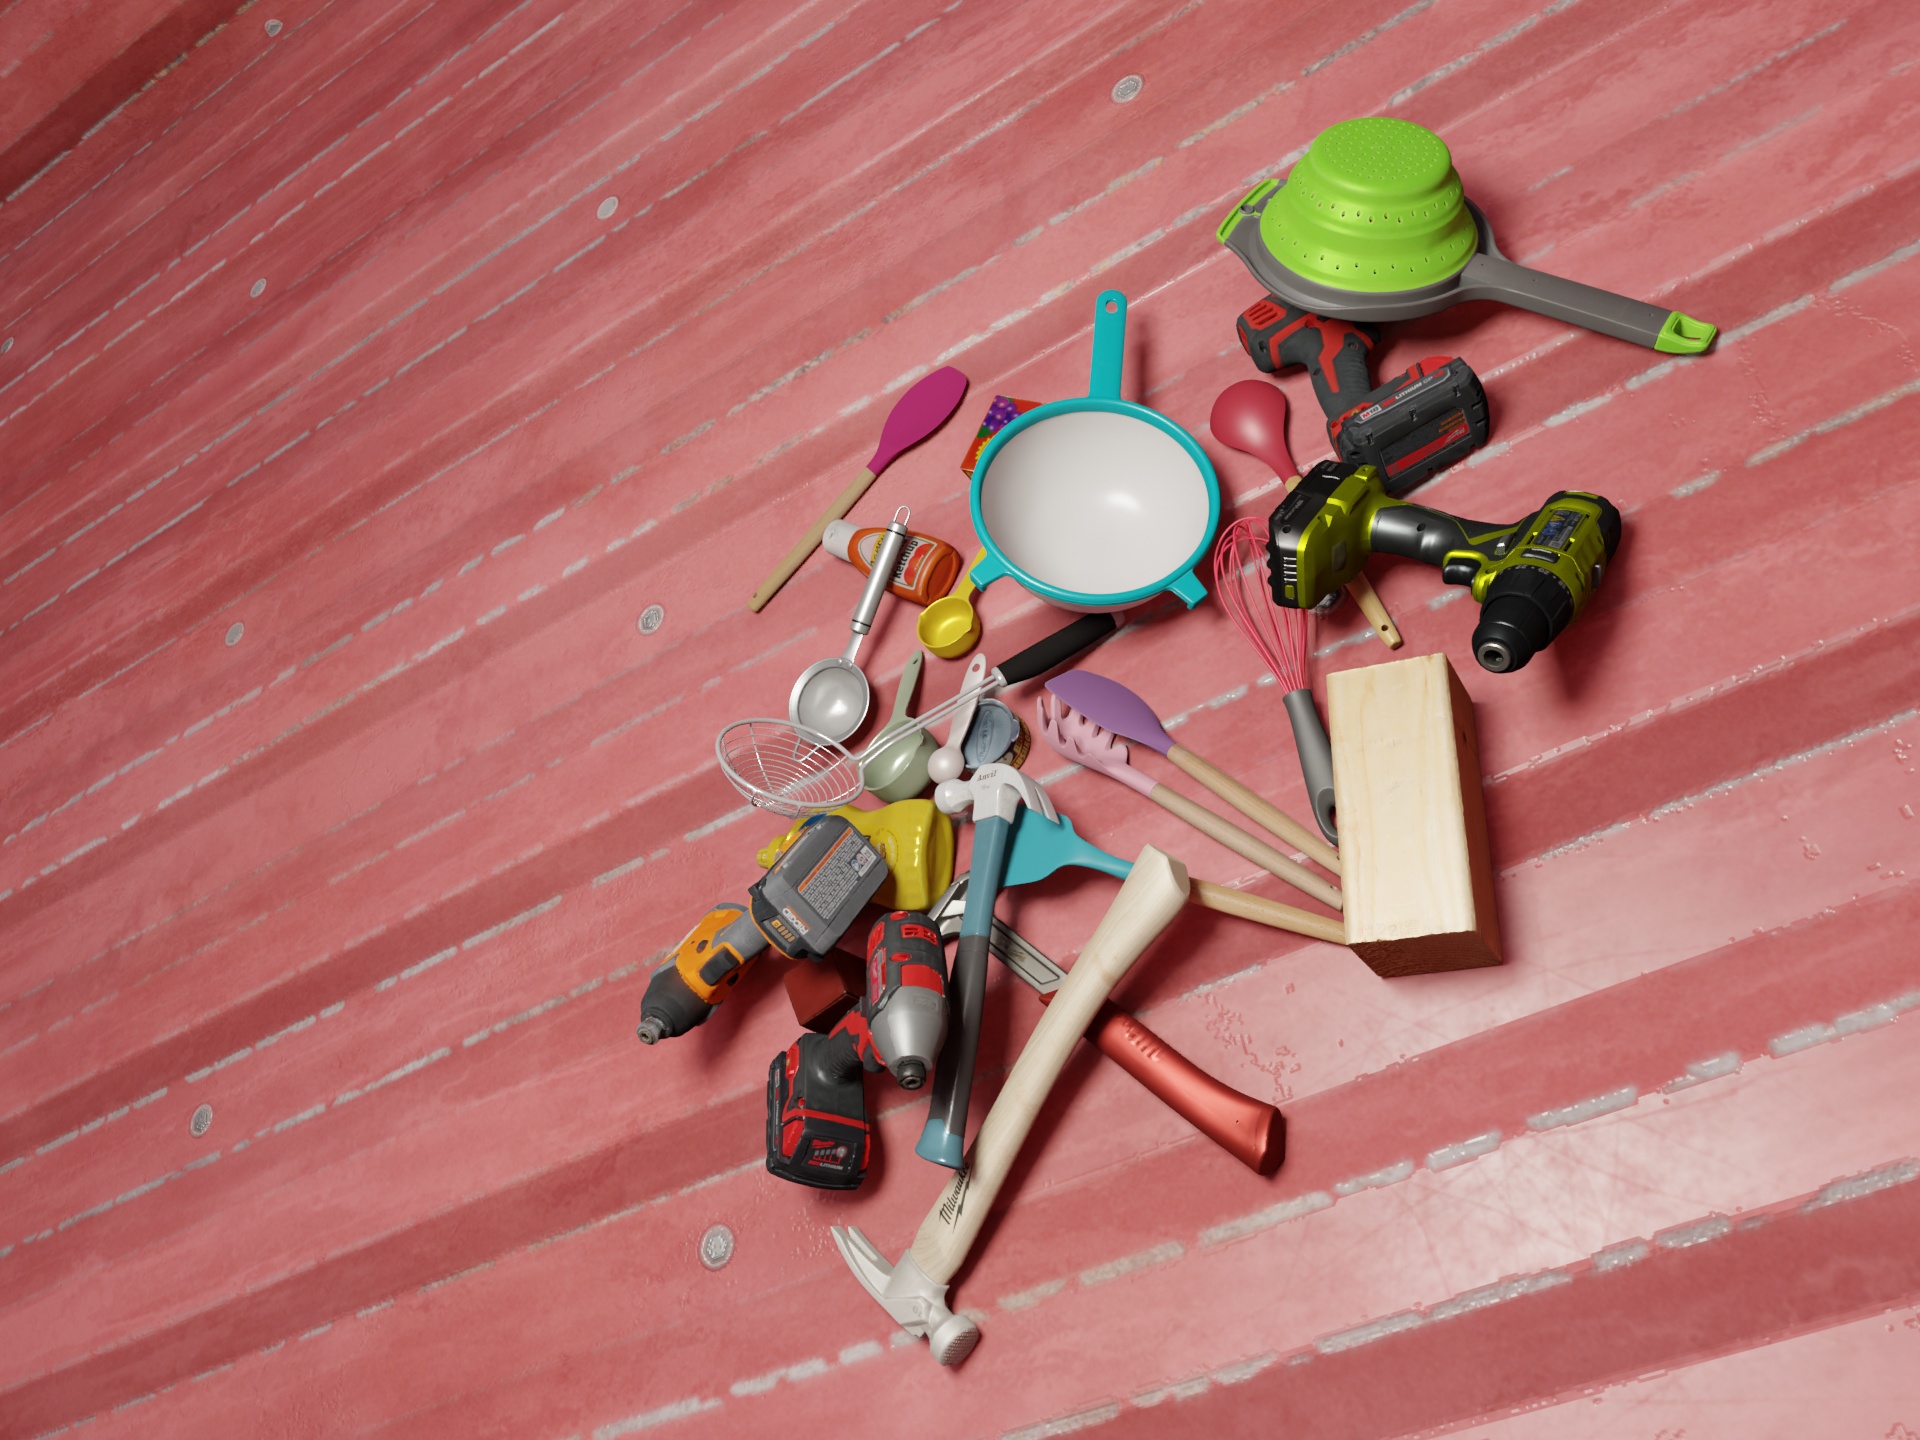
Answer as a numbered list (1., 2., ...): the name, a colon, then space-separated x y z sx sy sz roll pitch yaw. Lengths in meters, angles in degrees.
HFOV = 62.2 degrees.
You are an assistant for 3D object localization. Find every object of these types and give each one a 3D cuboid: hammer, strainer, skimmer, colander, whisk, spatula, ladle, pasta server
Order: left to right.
1. strainer: -0.094 -0.078 1.482 0.087 0.050 0.258 22 92 29
2. skimmer: -0.027 -0.026 1.339 0.363 0.090 0.127 -29 43 -6
3. hammer: 0.008 0.185 1.247 0.128 0.033 0.331 -20 51 44
4. hammer: 0.046 0.273 1.209 0.146 0.038 0.410 33 96 39
5. hammer: 0.099 0.238 1.231 0.359 0.036 0.149 35 88 39
6. strainer: 0.120 -0.224 1.400 0.211 0.095 0.341 5 61 4
7. spatula: 0.162 0.129 1.235 0.318 0.044 0.082 15 64 26
8. pasta server: 0.178 0.062 1.267 0.316 0.060 0.040 32 121 36
9. spatula: 0.191 0.036 1.275 0.060 0.018 0.316 -24 45 -33
10. whisk: 0.260 -0.037 1.255 0.073 0.073 0.296 -23 63 21
11. ladle: 0.288 -0.180 1.326 0.069 0.031 0.316 -32 55 14
12. colander: 0.401 -0.387 1.253 0.397 0.094 0.204 25 56 22

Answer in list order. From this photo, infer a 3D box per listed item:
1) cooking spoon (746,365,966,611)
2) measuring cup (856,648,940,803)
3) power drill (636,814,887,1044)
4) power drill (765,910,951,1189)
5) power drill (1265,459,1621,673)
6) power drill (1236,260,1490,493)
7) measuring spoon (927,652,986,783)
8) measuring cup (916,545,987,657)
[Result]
1. cooking spoon: -0.107 -0.232 1.606 0.319 0.017 0.069 -48 50 3
2. measuring cup: -0.044 0.005 1.443 0.083 0.038 0.168 -24 38 36
3. power drill: -0.177 0.185 1.328 0.226 0.084 0.164 -37 8 36
4. power drill: -0.074 0.263 1.227 0.219 0.078 0.143 -57 26 36
5. power drill: 0.346 -0.114 1.170 0.229 0.080 0.190 16 44 32
6. power drill: 0.352 -0.310 1.318 0.188 0.080 0.227 -29 50 9
7. measuring spoon: -0.002 -0.004 1.382 0.034 0.018 0.124 6 70 35
8. measuring cup: 0.016 -0.123 1.476 0.062 0.029 0.156 17 65 37
